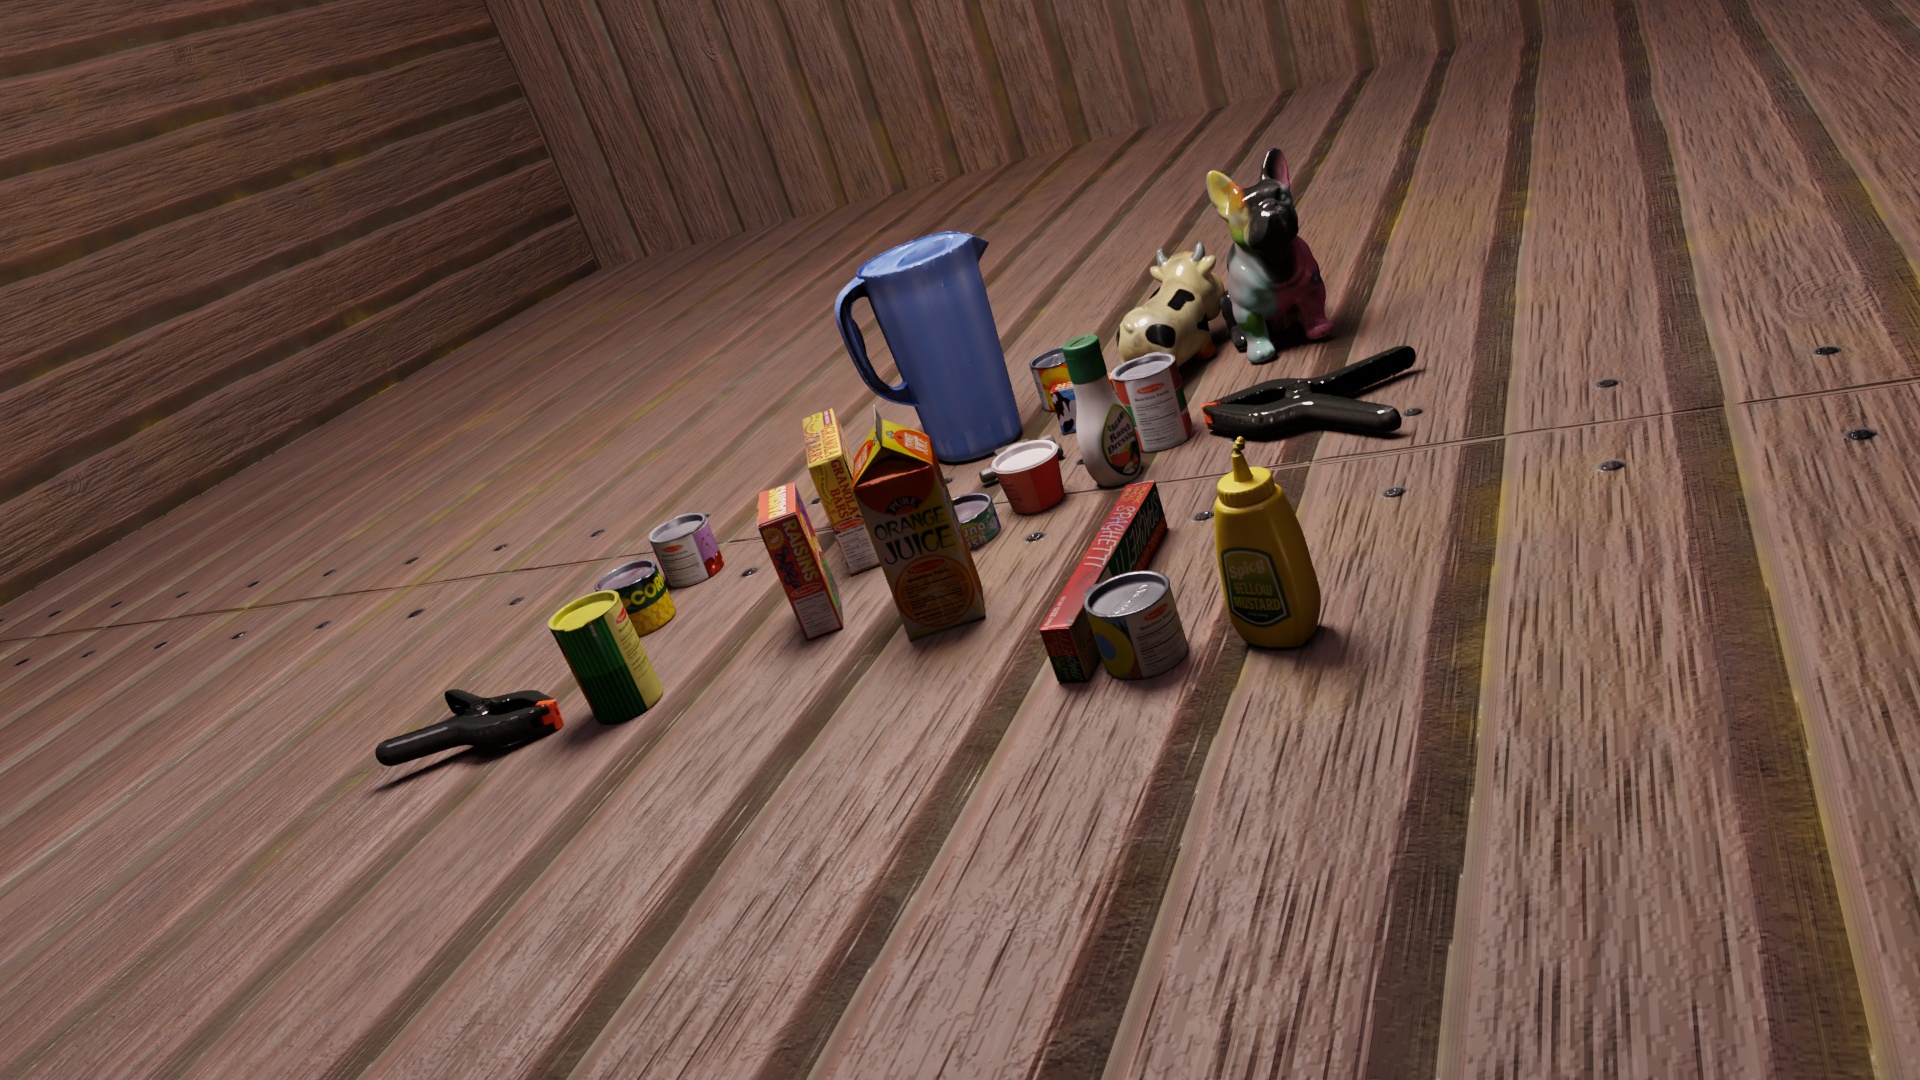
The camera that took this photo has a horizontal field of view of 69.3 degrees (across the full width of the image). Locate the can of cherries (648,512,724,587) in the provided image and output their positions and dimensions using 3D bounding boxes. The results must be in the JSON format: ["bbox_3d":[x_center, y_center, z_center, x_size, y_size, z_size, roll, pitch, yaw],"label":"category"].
[{"bbox_3d":[-0.296,0.009,1.508,0.071,0.058,0.072,-16,22,7],"label":"can of cherries"}]

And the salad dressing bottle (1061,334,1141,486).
[{"bbox_3d":[0.136,-0.127,1.357,0.044,0.147,0.064,6,33,47],"label":"salad dressing bottle"}]

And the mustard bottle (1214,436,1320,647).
[{"bbox_3d":[0.212,0.000,0.991,0.065,0.159,0.049,0,29,39],"label":"mustard bottle"}]

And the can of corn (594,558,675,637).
[{"bbox_3d":[-0.330,0.060,1.421,0.071,0.058,0.071,-16,22,7],"label":"can of corn"}]

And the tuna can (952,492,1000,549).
[{"bbox_3d":[0.005,-0.017,1.361,0.071,0.032,0.071,-16,23,7],"label":"tuna can"}]

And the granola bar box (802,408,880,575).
[{"bbox_3d":[-0.121,-0.053,1.426,0.039,0.123,0.166,-20,22,-1],"label":"granola bar box"}]

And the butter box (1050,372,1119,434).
[{"bbox_3d":[0.155,-0.154,1.527,0.103,0.053,0.024,-11,24,19],"label":"butter box"}]

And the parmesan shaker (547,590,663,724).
[{"bbox_3d":[-0.318,0.107,1.246,0.071,0.102,0.071,-17,22,7],"label":"parmesan shaker"}]

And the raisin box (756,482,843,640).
[{"bbox_3d":[-0.149,0.018,1.285,0.040,0.123,0.086,-19,22,1],"label":"raisin box"}]

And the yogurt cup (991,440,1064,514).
[{"bbox_3d":[0.070,-0.062,1.383,0.072,0.053,0.073,-16,23,7],"label":"yogurt cup"}]

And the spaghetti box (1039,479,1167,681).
[{"bbox_3d":[0.123,0.027,1.143,0.028,0.050,0.251,-7,25,28],"label":"spaghetti box"}]

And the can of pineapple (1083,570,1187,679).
[{"bbox_3d":[0.131,0.063,1.045,0.071,0.057,0.071,-16,22,7],"label":"can of pineapple"}]

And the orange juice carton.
[{"bbox_3d":[-0.042,-0.020,1.196,0.073,0.192,0.072,-18,22,4],"label":"orange juice carton"}]

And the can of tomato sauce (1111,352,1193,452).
[{"bbox_3d":[0.198,-0.142,1.426,0.071,0.082,0.071,-17,22,7],"label":"can of tomato sauce"}]

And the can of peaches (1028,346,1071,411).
[{"bbox_3d":[0.122,-0.191,1.631,0.071,0.058,0.071,-16,22,7],"label":"can of peaches"}]
